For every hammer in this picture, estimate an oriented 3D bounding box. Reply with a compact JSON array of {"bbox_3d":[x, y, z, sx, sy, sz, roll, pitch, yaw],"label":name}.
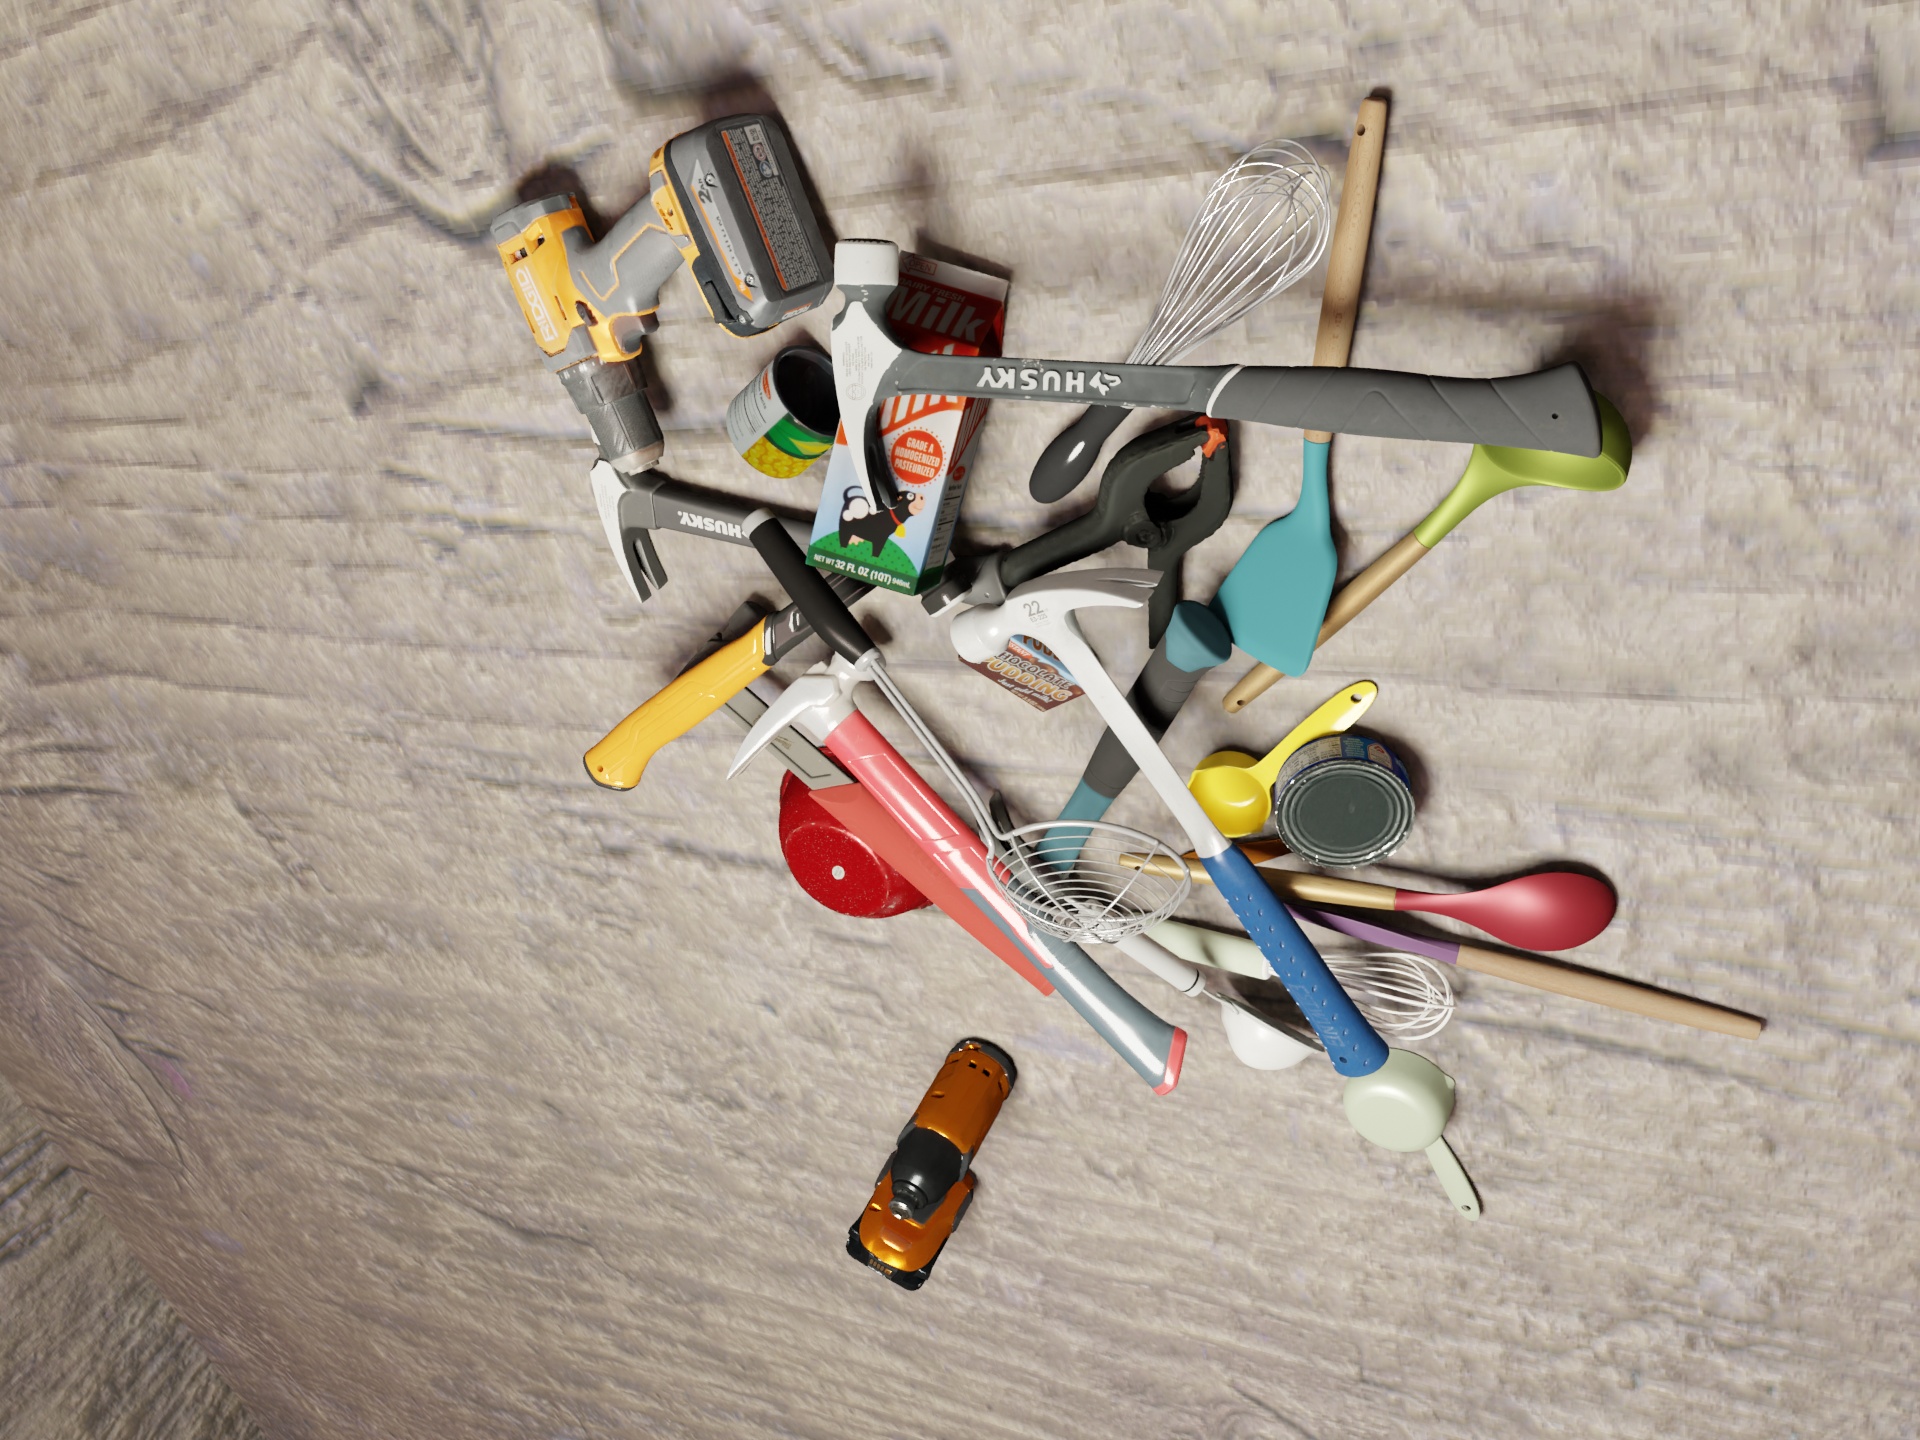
[{"bbox_3d":[0.007,0.122,1.122,0.143,0.038,0.386,-44,87,15],"label":"hammer"},{"bbox_3d":[-0.109,-0.120,1.105,0.335,0.035,0.146,16,129,20],"label":"hammer"},{"bbox_3d":[-0.151,-0.051,1.096,0.337,0.034,0.127,-34,94,29],"label":"hammer"},{"bbox_3d":[0.118,-0.168,0.829,0.409,0.036,0.149,9,107,21],"label":"hammer"},{"bbox_3d":[0.159,0.073,1.005,0.144,0.035,0.405,-20,114,43],"label":"hammer"},{"bbox_3d":[-0.069,0.080,1.170,0.359,0.037,0.149,41,103,4],"label":"hammer"},{"bbox_3d":[0.101,0.036,1.074,0.128,0.033,0.330,34,141,6],"label":"hammer"}]

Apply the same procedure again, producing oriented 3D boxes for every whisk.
[{"bbox_3d":[0.111,-0.210,0.894,0.070,0.070,0.284,41,139,-2],"label":"whisk"},{"bbox_3d":[0.225,0.172,1.122,0.246,0.059,0.058,11,92,29],"label":"whisk"}]

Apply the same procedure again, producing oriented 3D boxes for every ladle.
[{"bbox_3d":[0.247,-0.080,0.908,0.078,0.062,0.320,26,139,-16],"label":"ladle"},{"bbox_3d":[0.257,0.111,1.035,0.315,0.031,0.069,6,132,19],"label":"ladle"}]

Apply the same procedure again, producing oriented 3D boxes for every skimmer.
[{"bbox_3d":[-0.002,-0.003,1.014,0.363,0.090,0.127,52,144,9],"label":"skimmer"}]

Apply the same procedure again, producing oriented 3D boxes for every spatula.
[{"bbox_3d":[0.352,0.159,1.041,0.316,0.018,0.059,13,169,19],"label":"spatula"},{"bbox_3d":[0.194,-0.176,0.873,0.082,0.044,0.317,39,140,40],"label":"spatula"}]

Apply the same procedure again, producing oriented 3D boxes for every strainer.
[{"bbox_3d":[0.166,0.188,1.113,0.258,0.050,0.087,36,176,-22],"label":"strainer"}]

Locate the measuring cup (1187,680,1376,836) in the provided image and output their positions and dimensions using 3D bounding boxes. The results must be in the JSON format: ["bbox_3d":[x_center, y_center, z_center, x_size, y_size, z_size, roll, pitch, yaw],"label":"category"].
[{"bbox_3d":[0.210,0.018,1.031,0.062,0.029,0.156,41,122,-9],"label":"measuring cup"}]

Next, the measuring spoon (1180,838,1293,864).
[{"bbox_3d":[0.197,0.090,1.099,0.117,0.011,0.021,-17,113,43],"label":"measuring spoon"}]

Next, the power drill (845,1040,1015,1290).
[{"bbox_3d":[-0.032,0.395,1.361,0.084,0.164,0.226,28,135,10],"label":"power drill"}]

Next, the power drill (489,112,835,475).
[{"bbox_3d":[-0.187,-0.262,1.003,0.226,0.084,0.185,-9,109,39],"label":"power drill"}]

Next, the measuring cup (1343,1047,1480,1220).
[{"bbox_3d":[0.337,0.314,1.160,0.083,0.038,0.167,-19,110,39],"label":"measuring cup"}]
